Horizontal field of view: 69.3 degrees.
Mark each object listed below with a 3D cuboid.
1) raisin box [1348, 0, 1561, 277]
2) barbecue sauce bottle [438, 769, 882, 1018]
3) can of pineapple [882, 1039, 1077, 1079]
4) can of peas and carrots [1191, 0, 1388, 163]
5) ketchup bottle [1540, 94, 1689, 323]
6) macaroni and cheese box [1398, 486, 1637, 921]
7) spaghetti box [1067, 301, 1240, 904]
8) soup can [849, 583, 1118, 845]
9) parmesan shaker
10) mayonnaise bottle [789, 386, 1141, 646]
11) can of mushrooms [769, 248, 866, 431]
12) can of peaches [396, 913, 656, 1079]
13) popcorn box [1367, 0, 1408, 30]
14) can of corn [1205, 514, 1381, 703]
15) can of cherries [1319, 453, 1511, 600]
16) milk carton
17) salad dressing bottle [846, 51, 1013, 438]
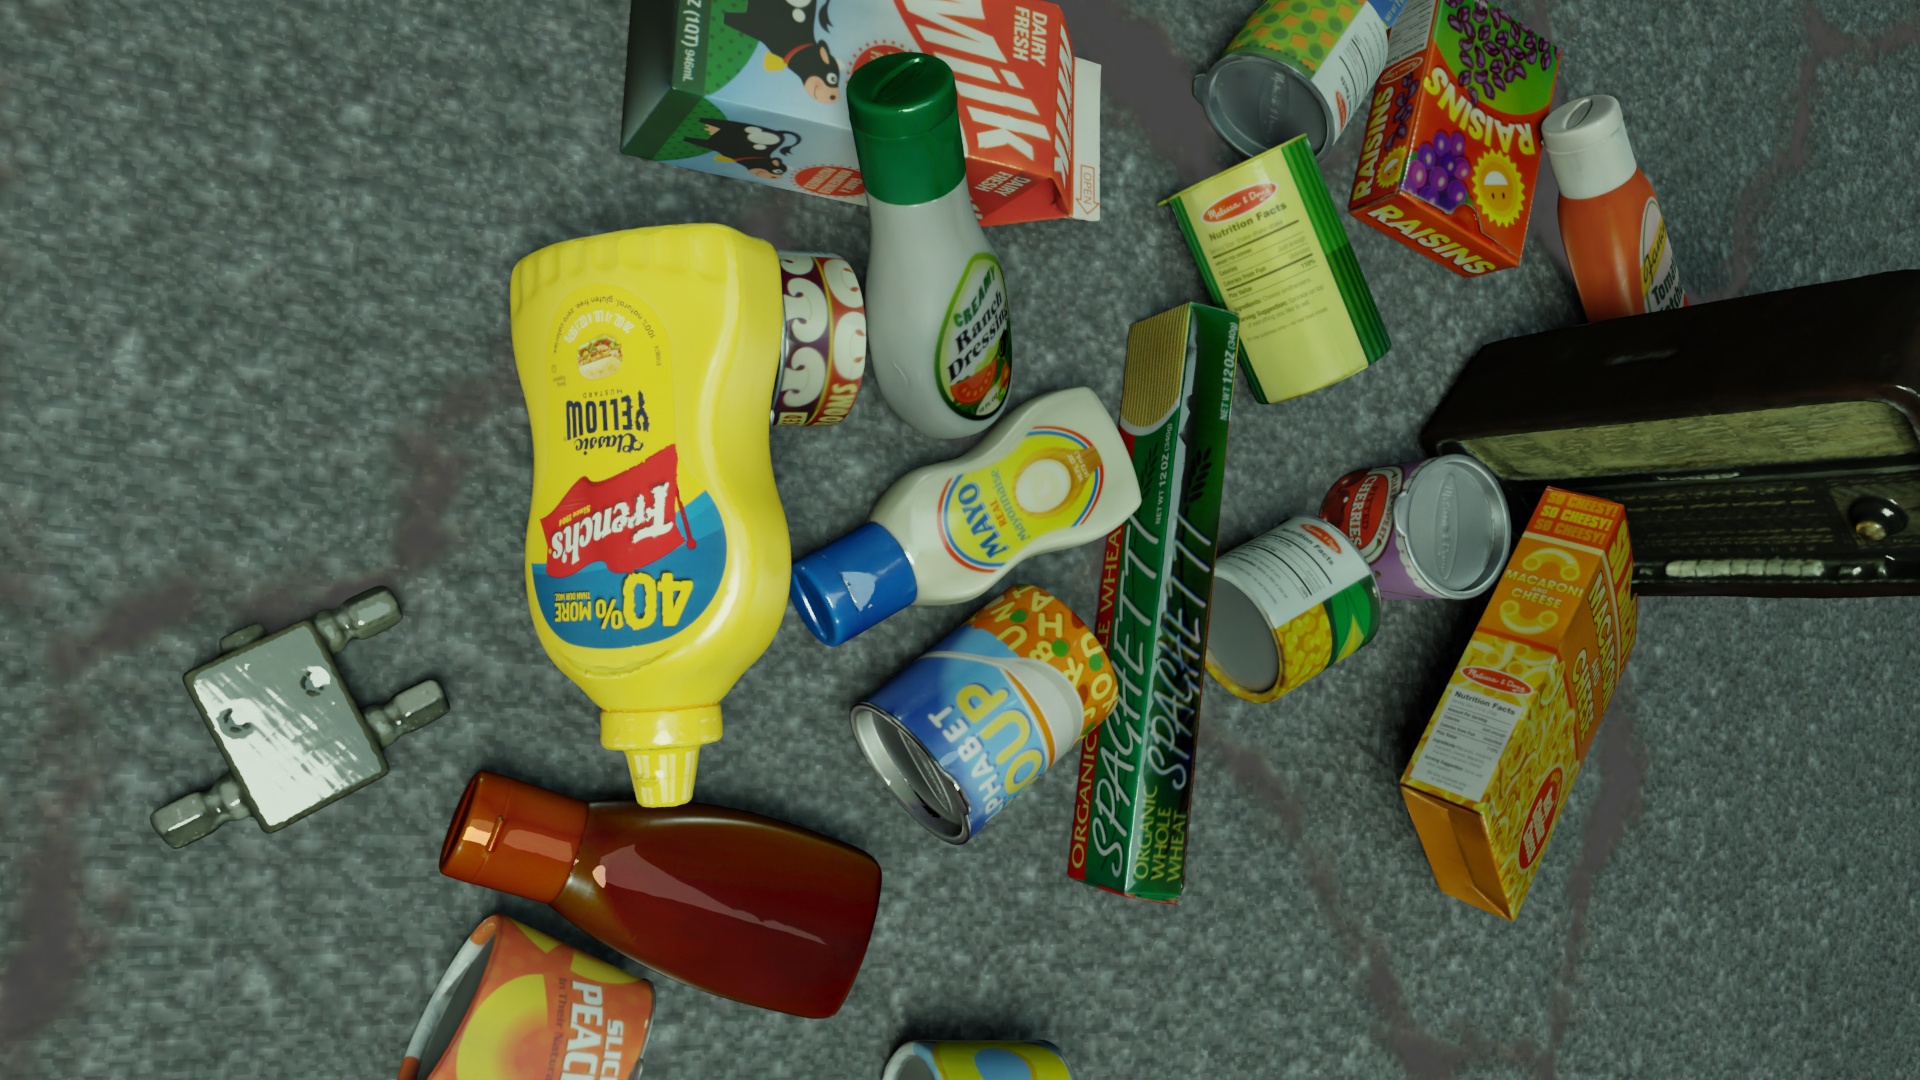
[{"bbox_3d":[0.251,-0.207,0.700,0.086,0.040,0.123,21,77,-25],"label":"raisin box"},{"bbox_3d":[-0.104,0.120,0.489,0.148,0.043,0.065,24,75,-22],"label":"barbecue sauce bottle"},{"bbox_3d":[0.007,0.224,0.521,0.058,0.071,0.071,10,81,-25],"label":"can of pineapple"},{"bbox_3d":[0.151,-0.215,0.638,0.071,0.071,0.059,42,69,-18],"label":"can of peas and carrots"},{"bbox_3d":[0.337,-0.155,0.715,0.065,0.043,0.148,-52,124,-29],"label":"ketchup bottle"},{"bbox_3d":[0.268,0.078,0.653,0.167,0.040,0.123,-56,140,-19],"label":"macaroni and cheese box"},{"bbox_3d":[0.082,0.024,0.588,0.029,0.050,0.250,11,81,-24],"label":"spaghetti box"},{"bbox_3d":[0.012,0.066,0.537,0.084,0.071,0.071,-37,102,-25],"label":"soup can"},{"bbox_3d":[0.141,-0.120,0.625,0.071,0.071,0.103,-29,100,-26],"label":"parmesan shaker"},{"bbox_3d":[0.002,-0.007,0.555,0.149,0.041,0.064,-29,99,-26],"label":"mayonnaise bottle"},{"bbox_3d":[-0.062,-0.073,0.515,0.033,0.071,0.071,-2,87,-28],"label":"can of mushrooms"},{"bbox_3d":[-0.141,0.163,0.451,0.058,0.071,0.071,33,72,-20],"label":"can of peaches"},{"bbox_3d":[0.199,-0.315,0.684,0.085,0.038,0.127,41,69,-17],"label":"popcorn box"},{"bbox_3d":[0.139,0.032,0.609,0.058,0.071,0.071,-25,97,-26],"label":"can of corn"},{"bbox_3d":[0.210,-0.006,0.651,0.071,0.058,0.071,2,86,-26],"label":"can of cherries"},{"bbox_3d":[-0.027,-0.174,0.538,0.191,0.073,0.072,5,83,-27],"label":"milk carton"},{"bbox_3d":[-0.012,-0.103,0.508,0.064,0.044,0.147,-52,150,-30],"label":"salad dressing bottle"}]
